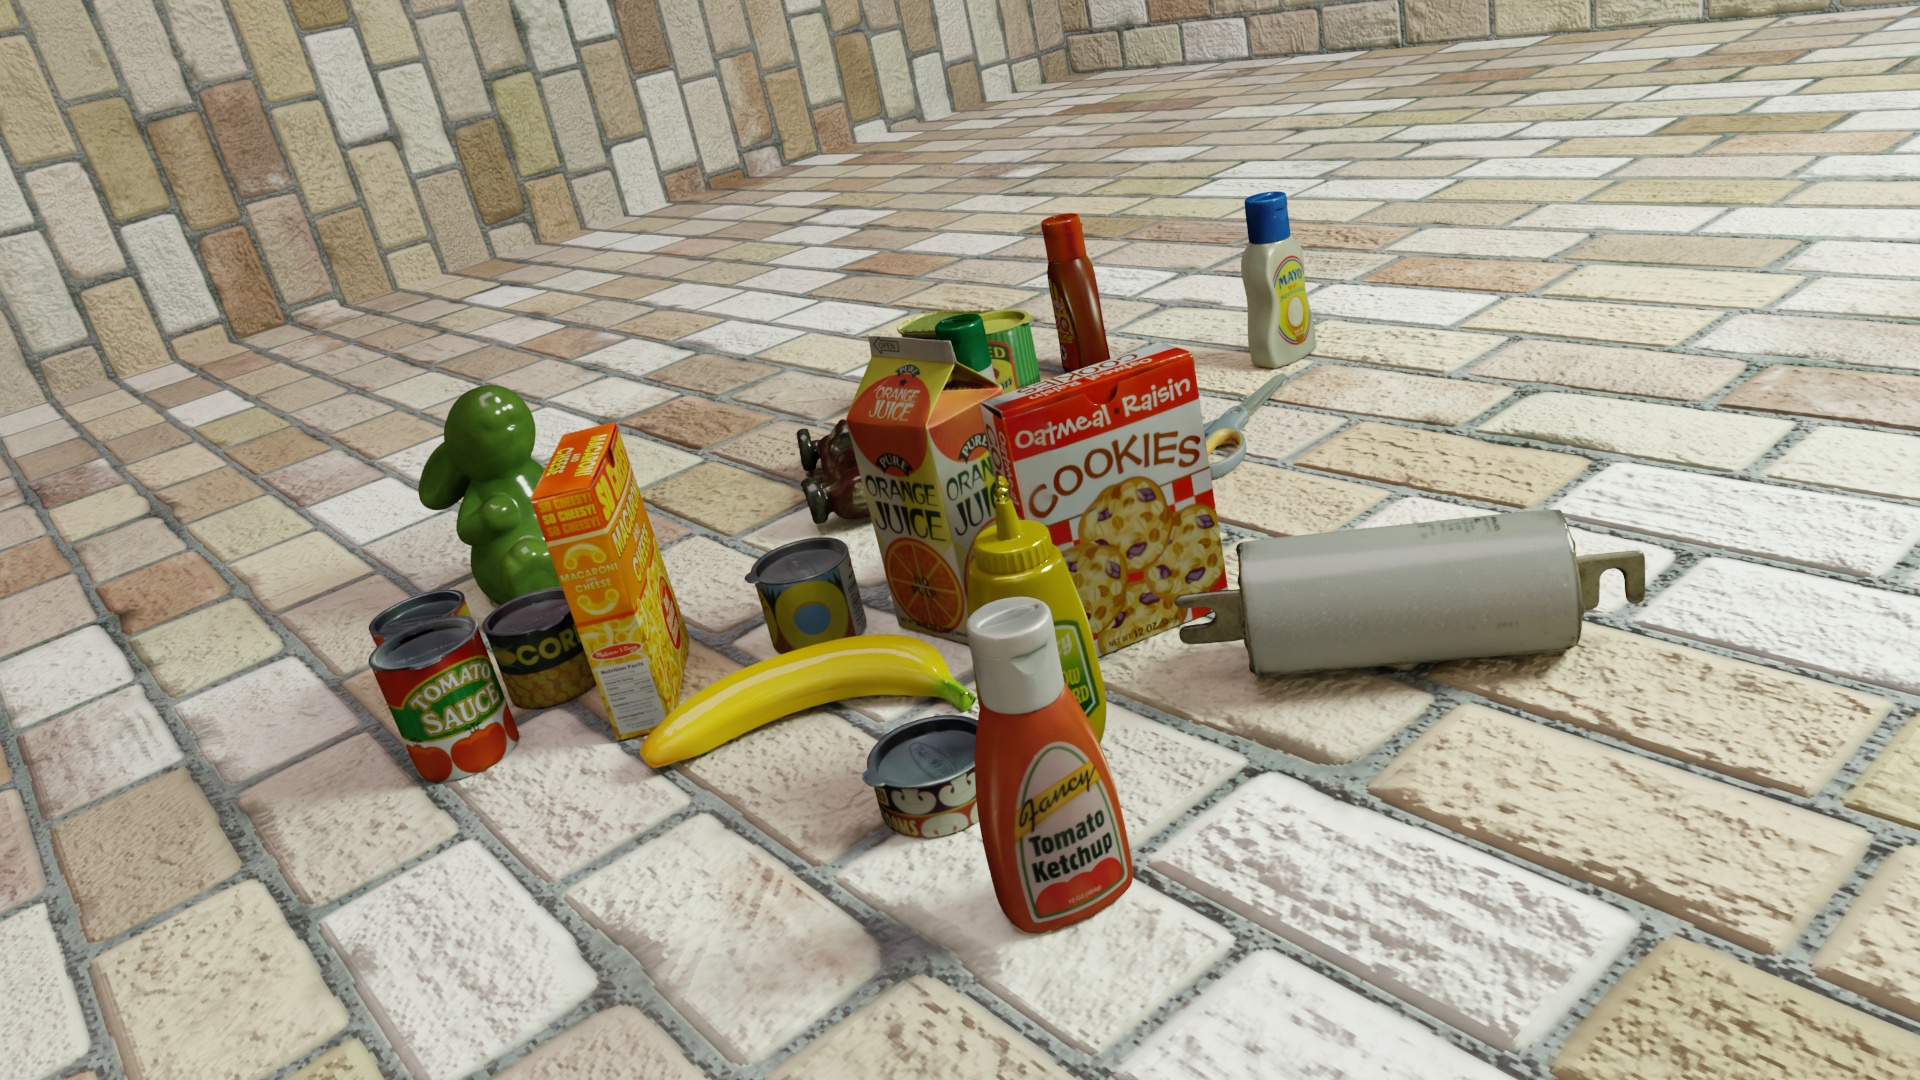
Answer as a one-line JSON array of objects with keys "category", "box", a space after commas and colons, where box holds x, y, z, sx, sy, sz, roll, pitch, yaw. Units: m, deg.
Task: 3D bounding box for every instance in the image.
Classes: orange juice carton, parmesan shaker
[{"category": "orange juice carton", "box": [-0.012, -0.038, 0.881, 0.072, 0.192, 0.073, 10, 32, 42]}, {"category": "parmesan shaker", "box": [0.038, -0.140, 1.197, 0.071, 0.102, 0.071, -11, 23, 5]}]

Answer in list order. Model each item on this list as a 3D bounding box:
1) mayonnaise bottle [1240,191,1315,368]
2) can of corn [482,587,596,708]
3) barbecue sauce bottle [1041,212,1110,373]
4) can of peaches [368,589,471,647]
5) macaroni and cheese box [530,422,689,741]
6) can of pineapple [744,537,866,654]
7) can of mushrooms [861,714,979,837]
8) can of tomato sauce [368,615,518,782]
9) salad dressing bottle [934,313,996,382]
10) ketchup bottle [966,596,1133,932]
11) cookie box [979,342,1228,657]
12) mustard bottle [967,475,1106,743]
[{"category": "mayonnaise bottle", "box": [0.277, -0.230, 1.222, 0.065, 0.147, 0.041, -27, 27, -30]}, {"category": "can of corn", "box": [-0.279, 0.073, 0.935, 0.071, 0.058, 0.071, -11, 23, 5]}, {"category": "barbecue sauce bottle", "box": [0.107, -0.232, 1.313, 0.044, 0.148, 0.065, -17, 24, -10]}, {"category": "can of peaches", "box": [-0.373, 0.076, 0.976, 0.071, 0.057, 0.071, -11, 23, 5]}, {"category": "macaroni and cheese box", "box": [-0.217, 0.023, 0.881, 0.040, 0.165, 0.124, -13, 23, -1]}, {"category": "can of pineapple", "box": [-0.102, 0.038, 0.925, 0.071, 0.057, 0.071, -11, 23, 5]}, {"category": "can of mushrooms", "box": [-0.015, 0.123, 0.721, 0.071, 0.033, 0.071, -11, 23, 5]}, {"category": "can of tomato sauce", "box": [-0.320, 0.099, 0.866, 0.071, 0.082, 0.071, -11, 23, 5]}, {"category": "salad dressing bottle", "box": [0.013, -0.097, 1.059, 0.064, 0.147, 0.044, 3, 28, 32]}, {"category": "ketchup bottle", "box": [0.034, 0.097, 0.609, 0.065, 0.148, 0.043, -20, 24, -17]}, {"category": "cookie box", "box": [0.089, -0.020, 0.821, 0.123, 0.166, 0.040, -20, 24, -16]}, {"category": "mustard bottle", "box": [0.034, 0.042, 0.719, 0.065, 0.159, 0.049, -20, 24, -16]}]
